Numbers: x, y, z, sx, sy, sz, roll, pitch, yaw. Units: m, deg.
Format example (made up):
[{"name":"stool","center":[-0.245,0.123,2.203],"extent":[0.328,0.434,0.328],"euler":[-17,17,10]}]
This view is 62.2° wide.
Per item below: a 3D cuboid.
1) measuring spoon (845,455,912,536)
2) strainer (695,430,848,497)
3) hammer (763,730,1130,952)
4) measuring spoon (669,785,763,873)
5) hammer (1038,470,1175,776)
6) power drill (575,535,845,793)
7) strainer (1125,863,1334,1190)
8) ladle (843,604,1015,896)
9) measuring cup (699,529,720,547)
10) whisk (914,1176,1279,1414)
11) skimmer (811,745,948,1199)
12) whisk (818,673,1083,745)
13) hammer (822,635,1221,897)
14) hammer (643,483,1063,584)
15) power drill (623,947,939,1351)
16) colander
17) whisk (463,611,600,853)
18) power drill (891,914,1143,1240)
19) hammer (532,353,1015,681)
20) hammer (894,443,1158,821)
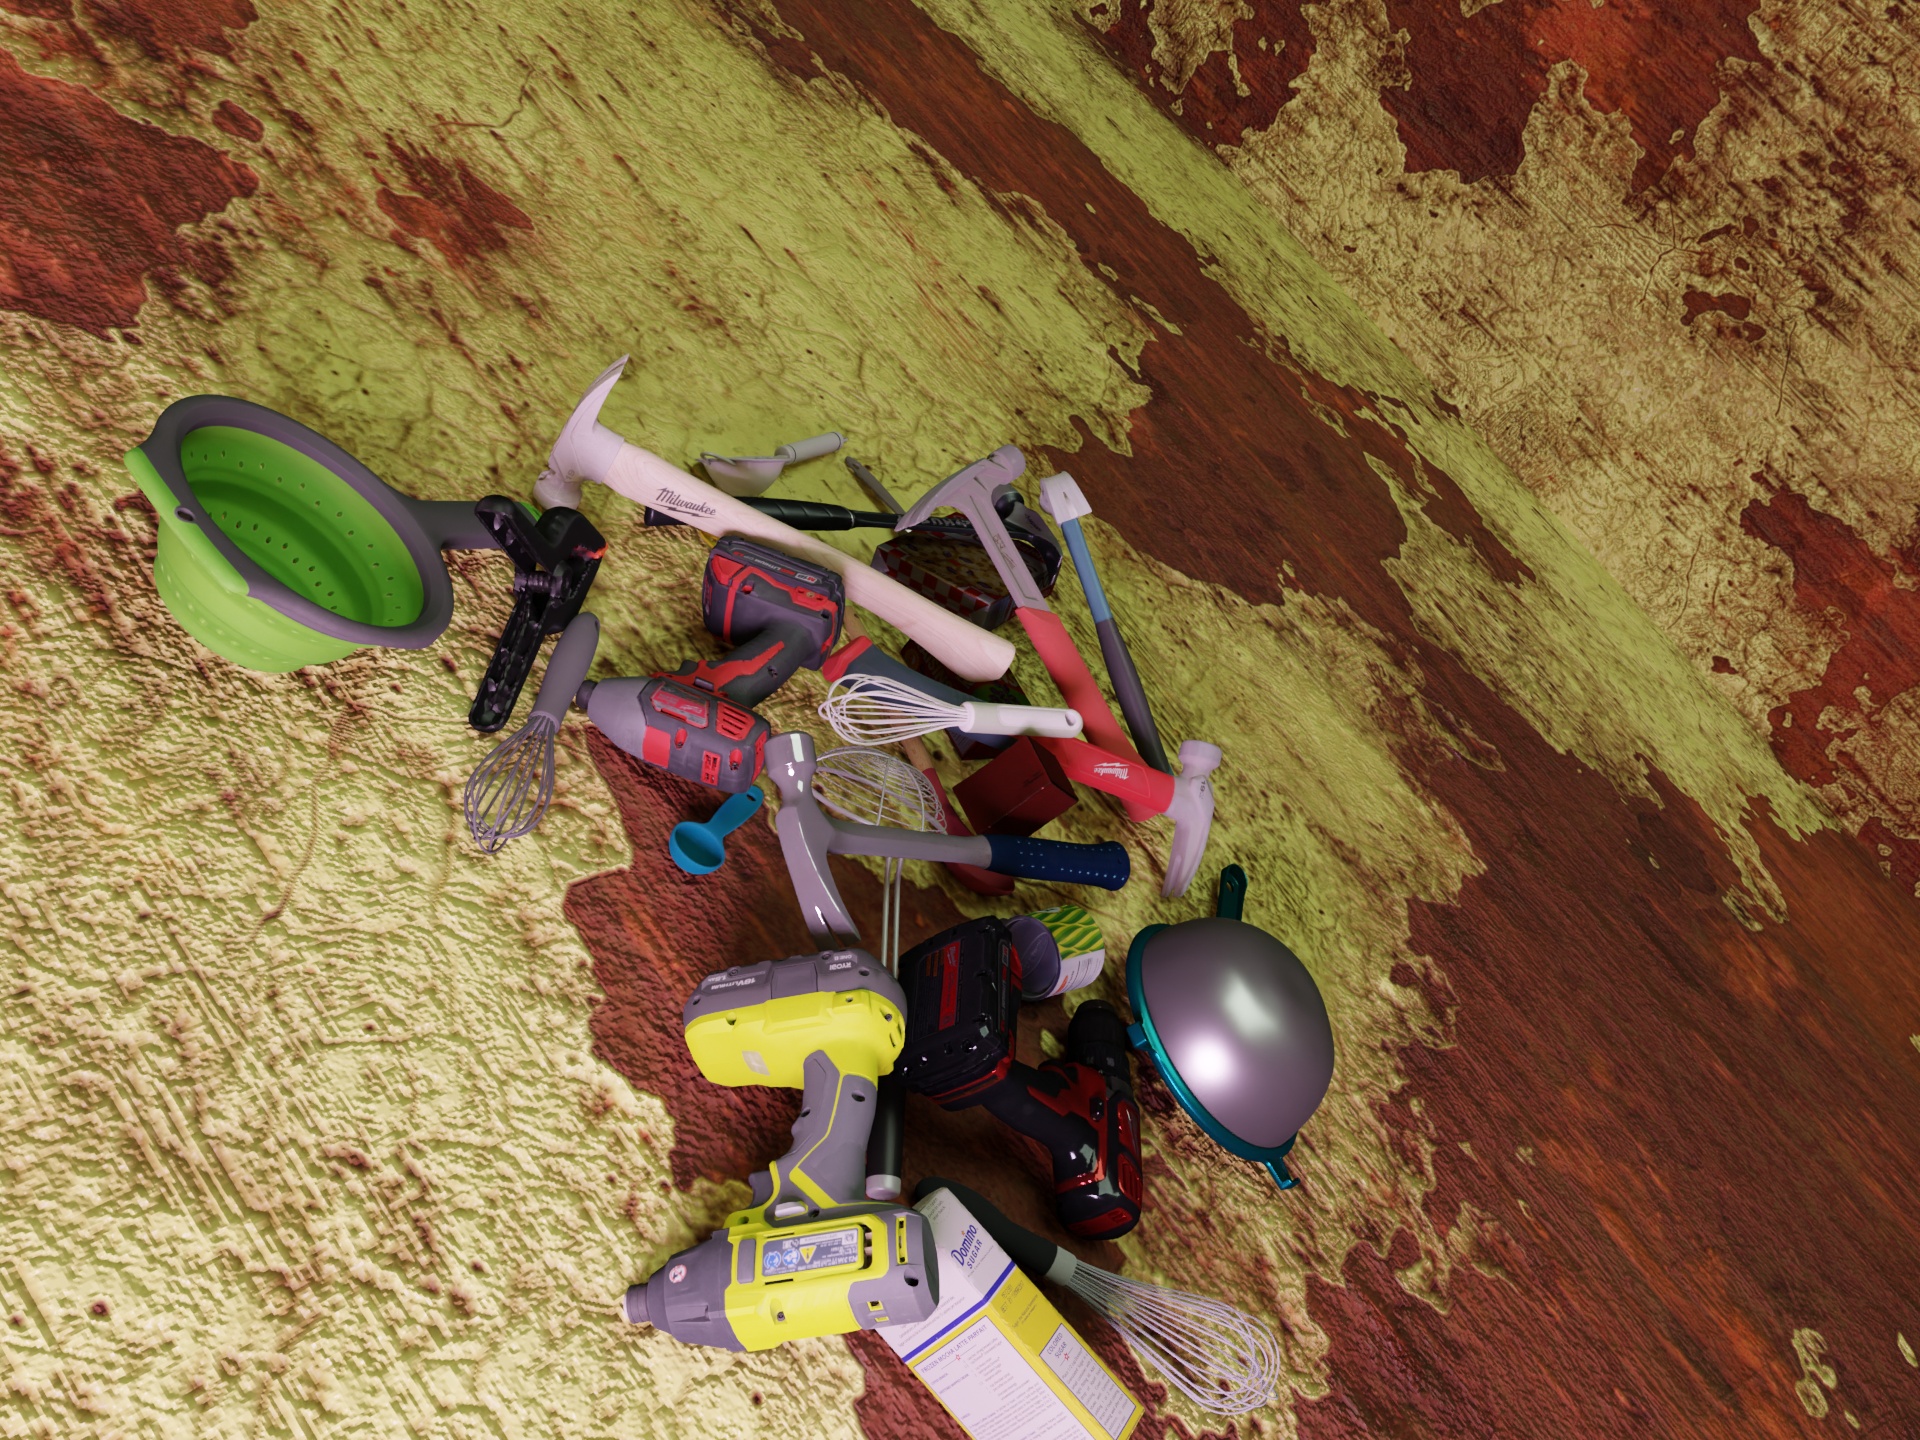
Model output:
[{"name":"measuring spoon","center":[-0.078,-0.215,1.562],"extent":[0.124,0.018,0.034],"euler":[49,31,21]},{"name":"strainer","center":[-0.166,-0.243,1.479],"extent":[0.087,0.050,0.258],"euler":[5,19,23]},{"name":"hammer","center":[0.010,0.102,1.177],"extent":[0.405,0.035,0.144],"euler":[12,60,-53]},{"name":"measuring spoon","center":[-0.175,0.079,1.149],"extent":[0.042,0.021,0.129],"euler":[42,25,0]},{"name":"hammer","center":[0.142,-0.081,1.515],"extent":[0.128,0.033,0.331],"euler":[75,-4,-86]},{"name":"power drill","center":[-0.184,-0.043,1.199],"extent":[0.143,0.078,0.220],"euler":[20,41,7]},{"name":"strainer","center":[0.248,0.206,1.330],"extent":[0.211,0.095,0.341],"euler":[45,29,-13]},{"name":"ladle","center":[-0.038,0.022,1.330],"extent":[0.069,0.031,0.316],"euler":[16,39,-51]},{"name":"measuring cup","center":[-0.169,-0.107,1.348],"extent":[0.156,0.029,0.062],"euler":[41,35,14]},{"name":"whisk","center":[0.091,0.377,1.055],"extent":[0.284,0.070,0.070],"euler":[32,35,-7]},{"name":"skimmer","center":[-0.065,0.170,1.143],"extent":[0.127,0.090,0.364],"euler":[21,50,-27]},{"name":"whisk","center":[-0.002,-0.004,1.274],"extent":[0.246,0.059,0.058],"euler":[4,67,-33]},{"name":"hammer","center":[0.055,0.031,1.349],"extent":[0.386,0.038,0.143],"euler":[21,75,-25]},{"name":"hammer","center":[-0.089,-0.177,1.423],"extent":[0.408,0.036,0.149],"euler":[-1,35,-32]},{"name":"power drill","center":[-0.104,0.250,0.928],"extent":[0.171,0.080,0.223],"euler":[-10,42,5]},{"name":"colander","center":[-0.405,-0.107,1.070],"extent":[0.204,0.094,0.397],"euler":[50,17,6]},{"name":"whisk","center":[-0.286,-0.001,1.083],"extent":[0.055,0.055,0.239],"euler":[30,37,-18]},{"name":"power drill","center":[0.052,0.232,1.111],"extent":[0.226,0.080,0.188],"euler":[47,29,-30]},{"name":"hammer","center":[-0.130,-0.144,1.290],"extent":[0.410,0.146,0.038],"euler":[26,38,-19]},{"name":"hammer","center":[0.079,-0.060,1.414],"extent":[0.149,0.037,0.359],"euler":[-40,108,-36]}]
